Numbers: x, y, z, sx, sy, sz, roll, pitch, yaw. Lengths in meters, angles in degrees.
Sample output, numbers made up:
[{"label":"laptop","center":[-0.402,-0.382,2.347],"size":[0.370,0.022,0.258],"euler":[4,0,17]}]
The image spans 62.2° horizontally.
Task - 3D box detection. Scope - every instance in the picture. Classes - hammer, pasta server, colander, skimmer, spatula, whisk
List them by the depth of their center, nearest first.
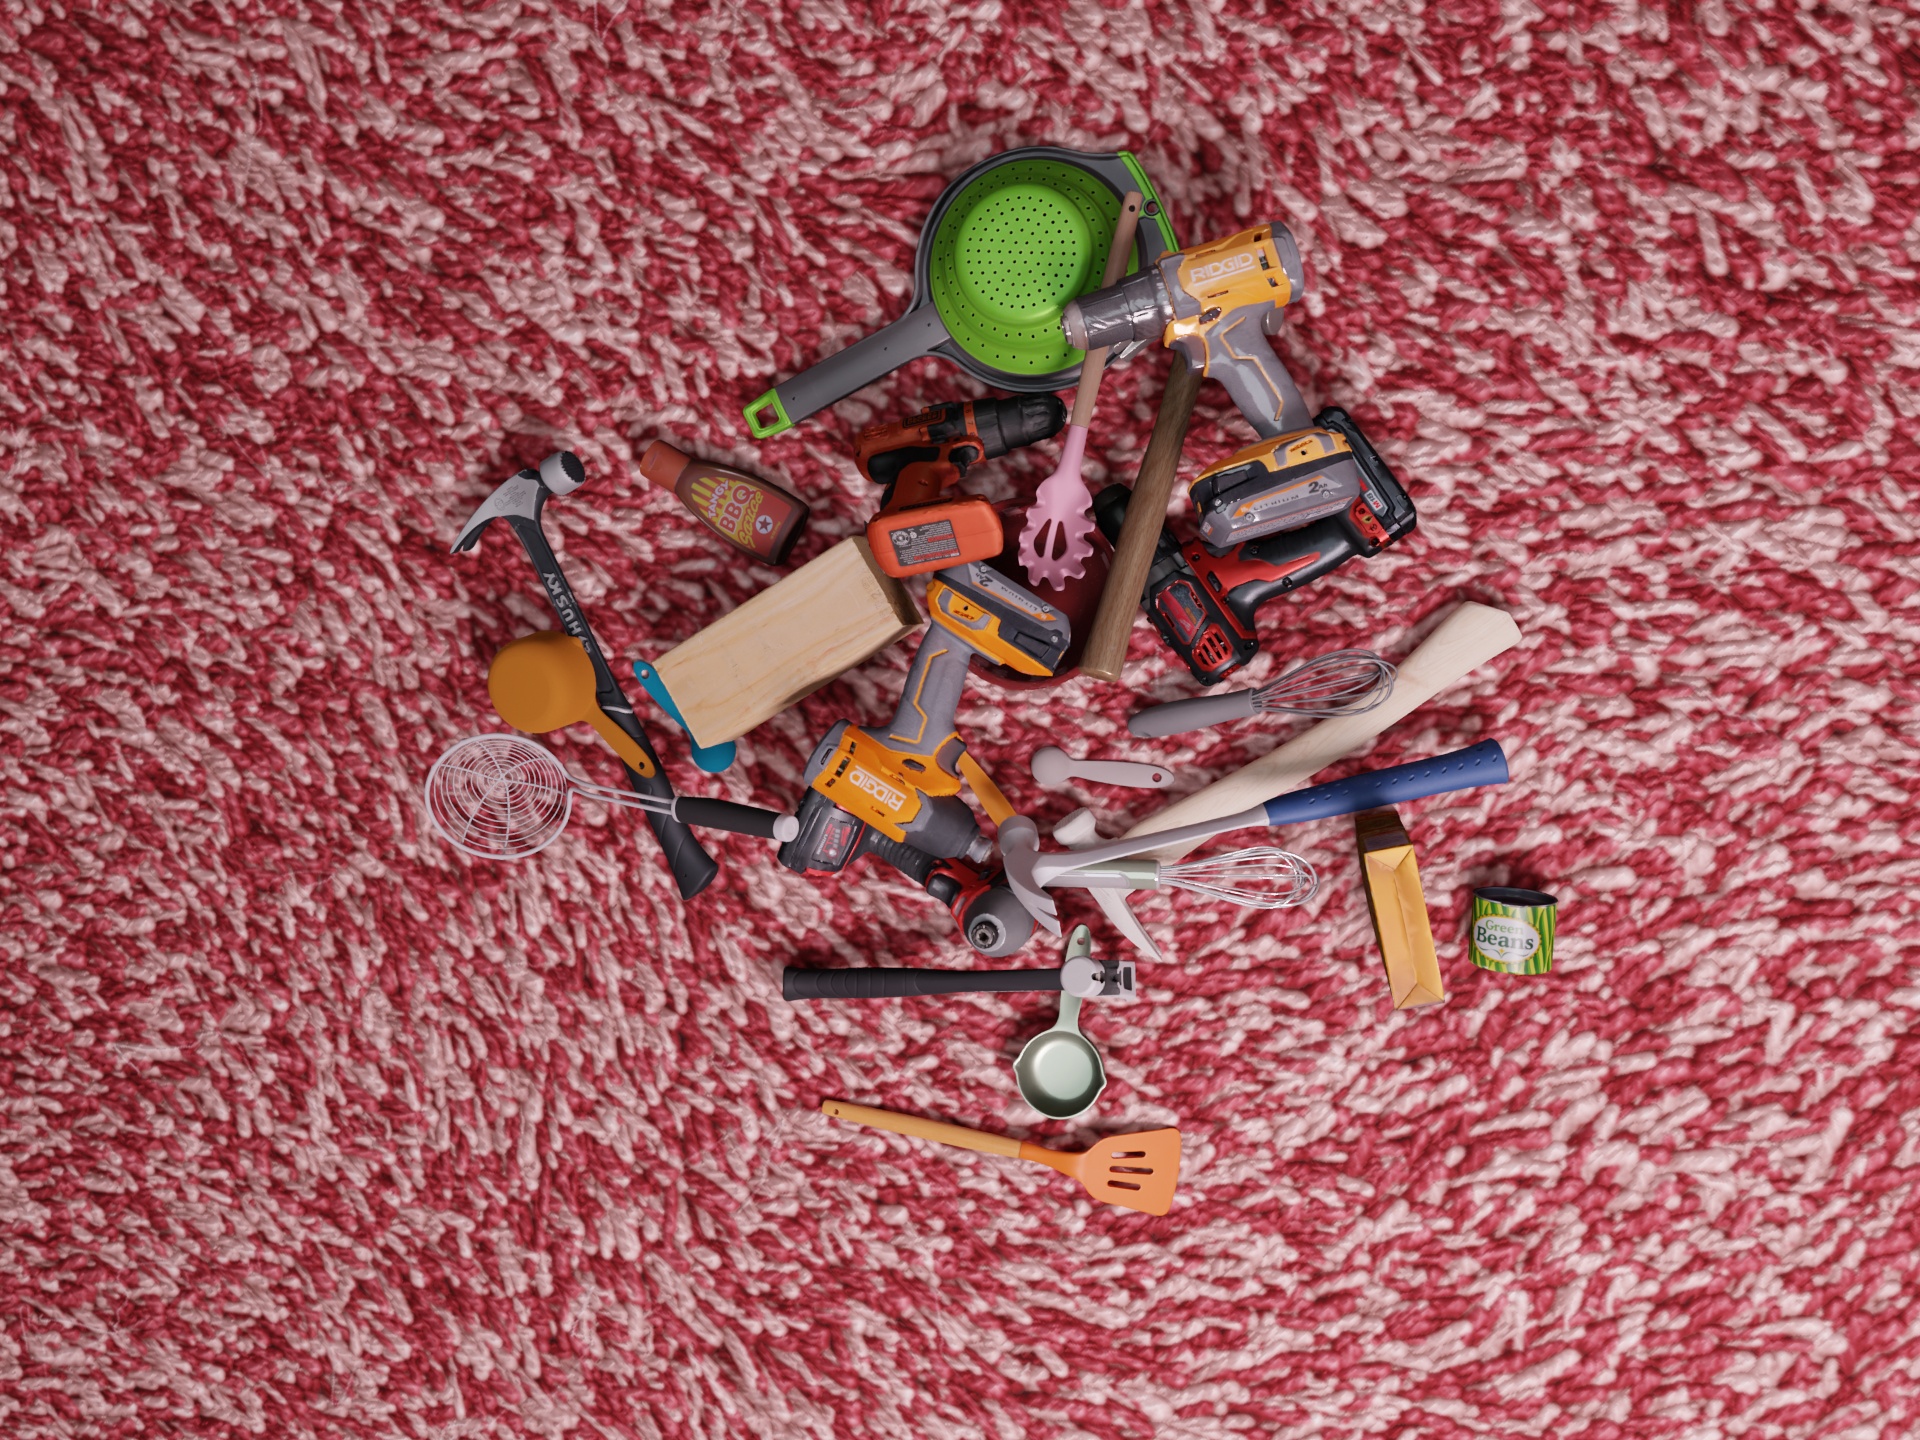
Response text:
[{"label":"pasta server","center":[0.102,-0.261,1.262],"size":[0.060,0.040,0.316],"euler":[12,98,-8]},{"label":"hammer","center":[0.234,0.081,1.268],"size":[0.405,0.144,0.035],"euler":[-13,116,1]},{"label":"hammer","center":[0.154,-0.192,1.279],"size":[0.130,0.031,0.331],"euler":[13,83,32]},{"label":"whisk","center":[0.241,-0.015,1.296],"size":[0.239,0.055,0.055],"euler":[-12,94,35]},{"label":"whisk","center":[0.171,0.129,1.314],"size":[0.246,0.059,0.057],"euler":[1,128,9]},{"label":"colander","center":[-0.016,-0.339,1.315],"size":[0.397,0.094,0.204],"euler":[-26,91,12]},{"label":"hammer","center":[0.285,0.041,1.326],"size":[0.410,0.038,0.146],"euler":[-34,94,11]},{"label":"hammer","center":[-0.009,0.224,1.362],"size":[0.335,0.146,0.035],"euler":[-6,78,27]},{"label":"skimmer","center":[-0.306,0.082,1.372],"size":[0.363,0.090,0.127],"euler":[7,120,32]},{"label":"spatula","center":[0.032,0.375,1.418],"size":[0.322,0.041,0.081],"euler":[9,97,14]},{"label":"hammer","center":[-0.323,-0.027,1.431],"size":[0.149,0.036,0.409],"euler":[-23,93,23]}]

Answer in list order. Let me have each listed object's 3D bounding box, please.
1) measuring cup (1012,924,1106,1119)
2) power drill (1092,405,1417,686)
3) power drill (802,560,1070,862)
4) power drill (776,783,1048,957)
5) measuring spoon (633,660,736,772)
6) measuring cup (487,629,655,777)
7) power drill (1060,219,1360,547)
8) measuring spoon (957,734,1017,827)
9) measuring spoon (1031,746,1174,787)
[{"label":"measuring cup","center":[0.097,0.263,1.392],"size":[0.083,0.038,0.168],"euler":[8,80,14]},{"label":"power drill","center":[0.235,-0.161,1.298],"size":[0.226,0.080,0.188],"euler":[-37,81,16]},{"label":"power drill","center":[-0.002,-0.004,1.282],"size":[0.164,0.084,0.226],"euler":[33,91,6]},{"label":"power drill","center":[-0.035,0.127,1.345],"size":[0.220,0.143,0.078],"euler":[28,103,9]},{"label":"measuring spoon","center":[-0.254,-0.005,1.432],"size":[0.042,0.021,0.128],"euler":[-43,87,12]},{"label":"measuring cup","center":[-0.342,-0.005,1.396],"size":[0.174,0.052,0.095],"euler":[42,113,9]},{"label":"power drill","center":[0.190,-0.250,1.209],"size":[0.185,0.084,0.226],"euler":[-16,84,1]},{"label":"measuring spoon","center":[0.022,0.060,1.395],"size":[0.021,0.011,0.117],"euler":[-35,92,11]},{"label":"measuring spoon","center":[0.121,0.045,1.368],"size":[0.124,0.018,0.034],"euler":[6,97,9]}]
